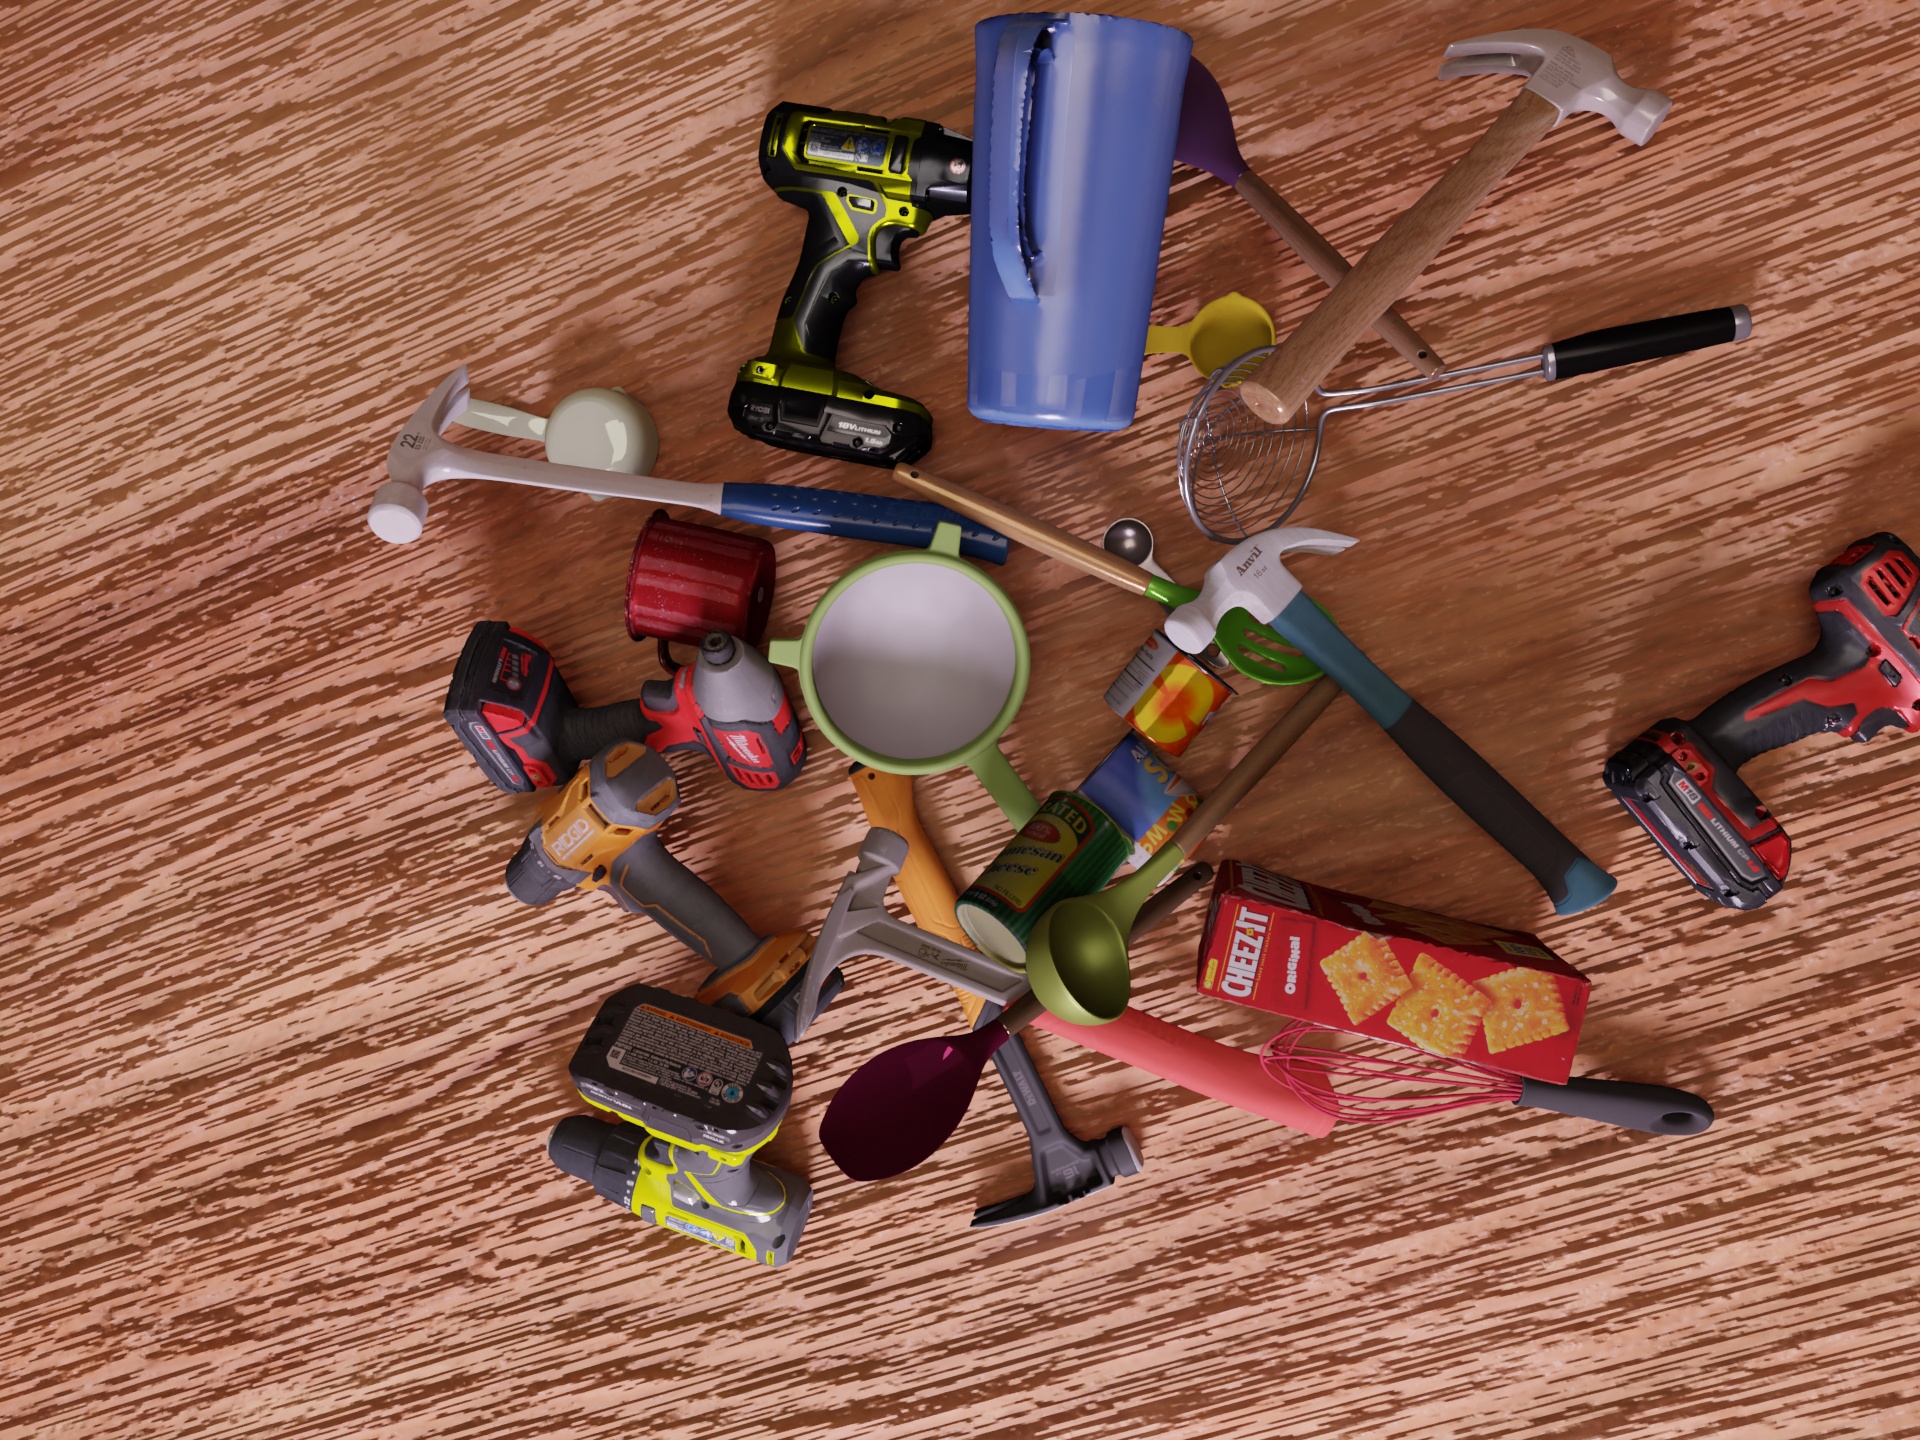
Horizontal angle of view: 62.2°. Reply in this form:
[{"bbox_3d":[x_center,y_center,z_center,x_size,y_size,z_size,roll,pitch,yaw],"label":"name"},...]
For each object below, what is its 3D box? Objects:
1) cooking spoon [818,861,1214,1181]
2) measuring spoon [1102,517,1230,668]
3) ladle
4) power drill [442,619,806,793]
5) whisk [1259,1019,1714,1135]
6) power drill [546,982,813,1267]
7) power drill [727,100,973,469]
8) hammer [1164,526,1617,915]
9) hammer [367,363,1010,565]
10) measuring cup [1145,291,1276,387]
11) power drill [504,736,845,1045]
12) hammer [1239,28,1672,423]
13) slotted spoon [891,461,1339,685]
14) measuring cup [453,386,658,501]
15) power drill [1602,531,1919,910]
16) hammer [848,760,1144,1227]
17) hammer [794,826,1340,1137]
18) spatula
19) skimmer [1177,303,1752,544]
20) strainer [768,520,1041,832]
[{"bbox_3d":[0.046,0.182,1.012,0.319,0.017,0.069,-34,71,-23],"label":"cooking spoon"},{"bbox_3d":[0.140,-0.084,1.070,0.034,0.018,0.124,-39,93,1],"label":"measuring spoon"},{"bbox_3d":[0.158,0.063,0.992,0.320,0.062,0.078,-44,105,-16],"label":"ladle"},{"bbox_3d":[-0.222,-0.010,1.072,0.219,0.143,0.079,0,56,11],"label":"power drill"},{"bbox_3d":[0.337,0.232,1.019,0.296,0.073,0.073,9,95,-2],"label":"whisk"},{"bbox_3d":[-0.194,0.274,1.063,0.190,0.080,0.228,18,140,8],"label":"power drill"},{"bbox_3d":[-0.062,-0.288,1.061,0.171,0.080,0.223,12,92,9],"label":"power drill"},{"bbox_3d":[0.287,0.006,1.013,0.331,0.033,0.128,43,73,-3],"label":"hammer"},{"bbox_3d":[-0.168,-0.154,1.055,0.405,0.035,0.144,7,51,-6],"label":"hammer"},{"bbox_3d":[0.133,-0.251,1.058,0.156,0.029,0.062,5,94,21],"label":"measuring cup"},{"bbox_3d":[-0.208,0.138,1.086,0.226,0.084,0.185,50,131,-4],"label":"power drill"},{"bbox_3d":[0.282,-0.302,0.962,0.130,0.031,0.331,40,76,15],"label":"hammer"},{"bbox_3d":[0.100,-0.102,1.044,0.314,0.031,0.070,24,72,0],"label":"slotted spoon"},{"bbox_3d":[-0.298,-0.207,1.123,0.167,0.038,0.083,14,96,7],"label":"measuring cup"},{"bbox_3d":[0.540,0.021,0.975,0.226,0.080,0.188,-40,86,7],"label":"power drill"},{"bbox_3d":[0.000,0.180,1.097,0.127,0.034,0.337,-25,89,9],"label":"hammer"},{"bbox_3d":[0.076,0.202,1.041,0.359,0.036,0.149,23,65,-3],"label":"hammer"},{"bbox_3d":[0.197,-0.327,1.004,0.060,0.018,0.316,-41,70,11],"label":"spatula"},{"bbox_3d":[0.313,-0.198,0.992,0.363,0.090,0.127,-11,124,8],"label":"skimmer"},{"bbox_3d":[-0.002,-0.003,1.076,0.151,0.069,0.256,-35,107,5],"label":"strainer"}]
